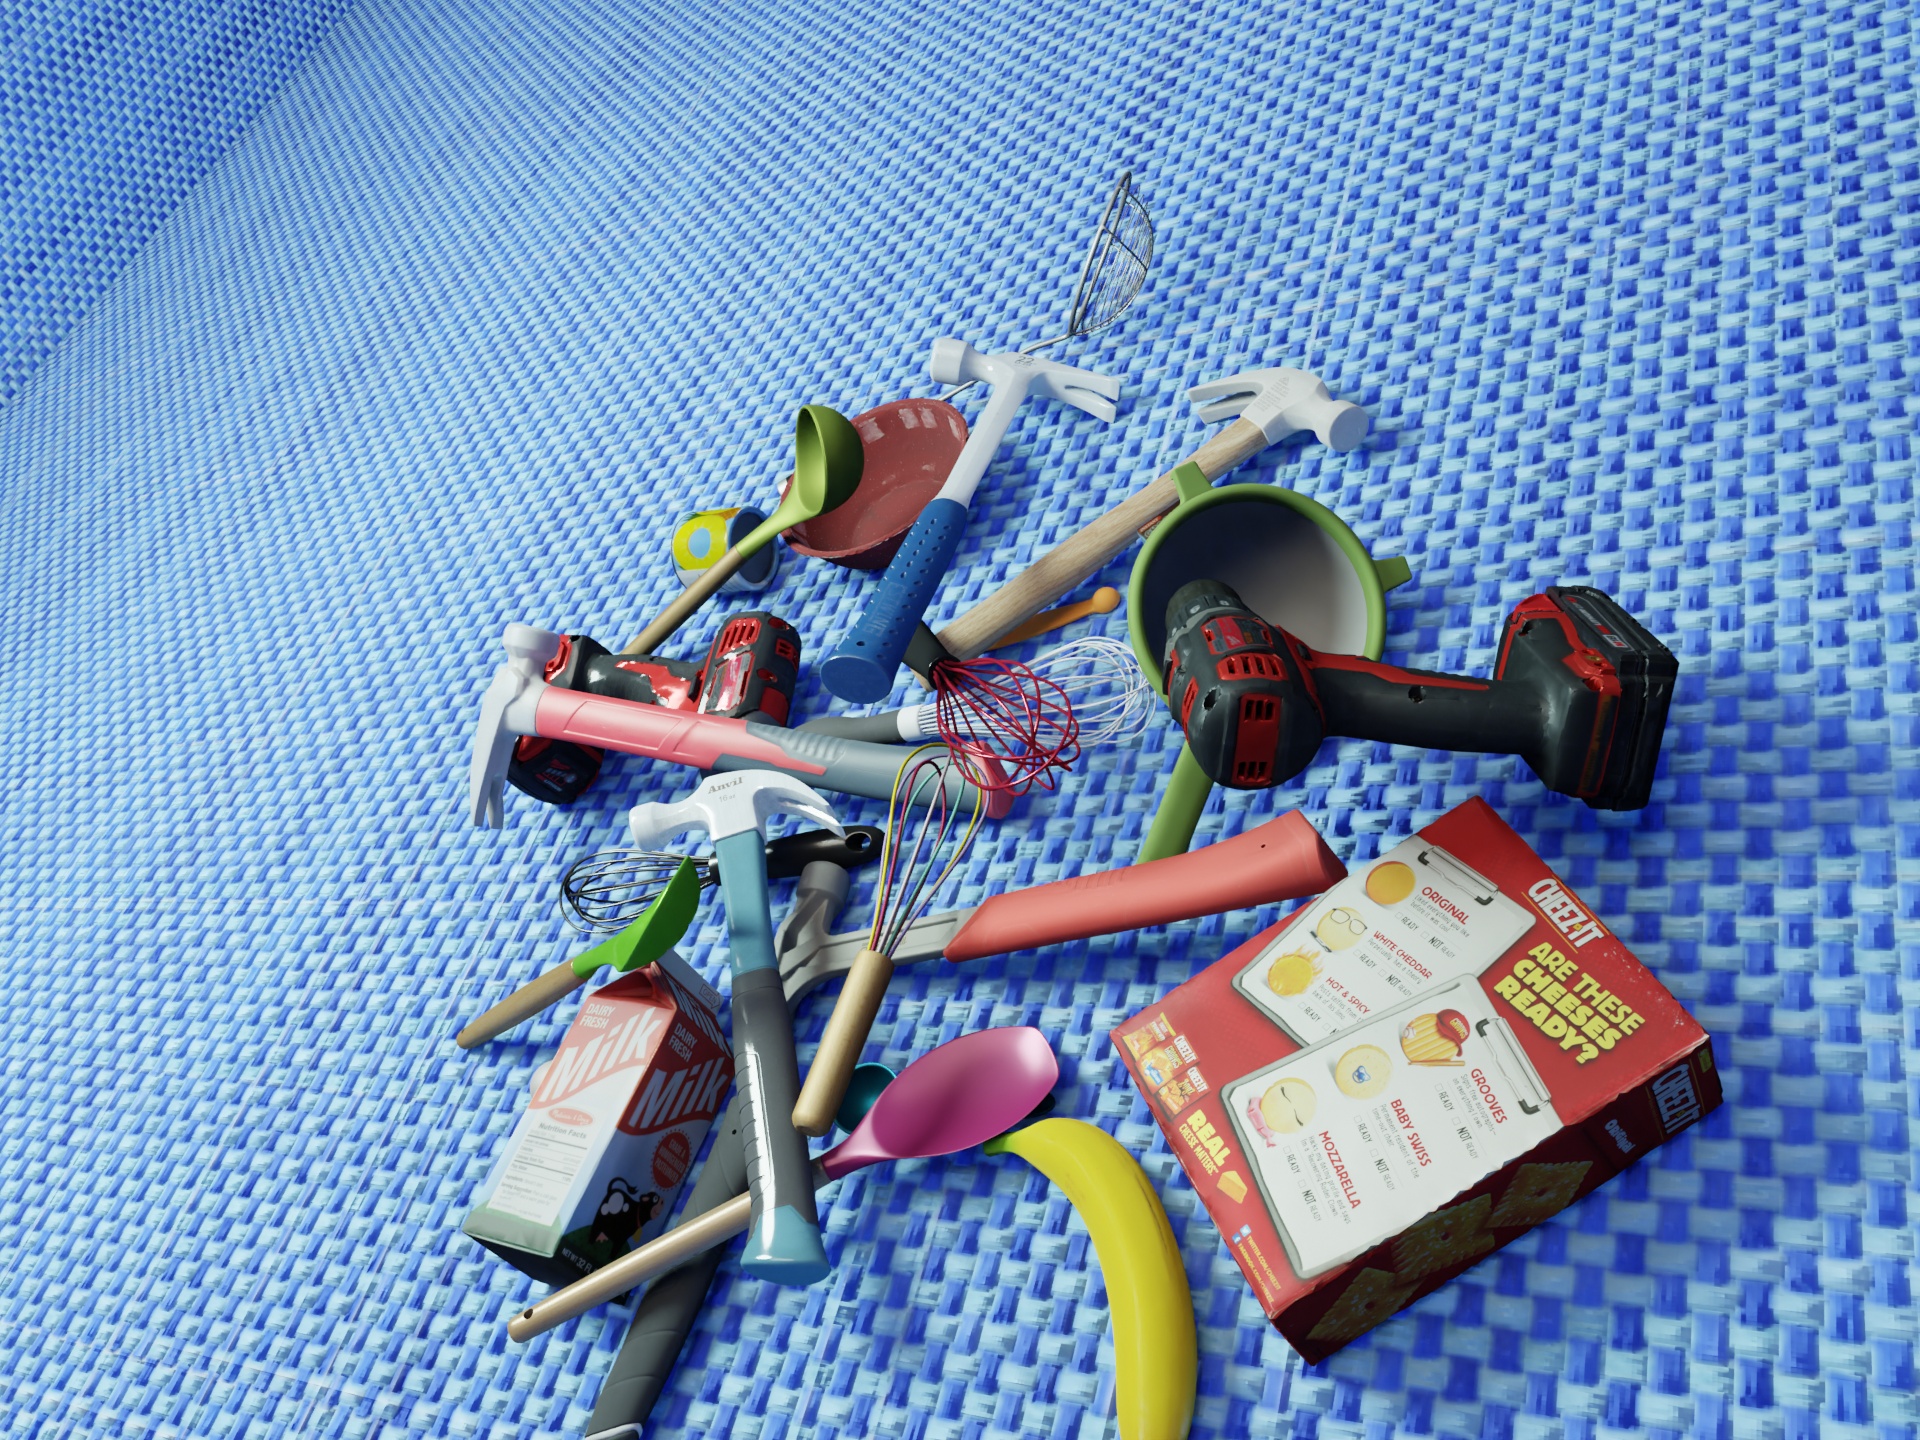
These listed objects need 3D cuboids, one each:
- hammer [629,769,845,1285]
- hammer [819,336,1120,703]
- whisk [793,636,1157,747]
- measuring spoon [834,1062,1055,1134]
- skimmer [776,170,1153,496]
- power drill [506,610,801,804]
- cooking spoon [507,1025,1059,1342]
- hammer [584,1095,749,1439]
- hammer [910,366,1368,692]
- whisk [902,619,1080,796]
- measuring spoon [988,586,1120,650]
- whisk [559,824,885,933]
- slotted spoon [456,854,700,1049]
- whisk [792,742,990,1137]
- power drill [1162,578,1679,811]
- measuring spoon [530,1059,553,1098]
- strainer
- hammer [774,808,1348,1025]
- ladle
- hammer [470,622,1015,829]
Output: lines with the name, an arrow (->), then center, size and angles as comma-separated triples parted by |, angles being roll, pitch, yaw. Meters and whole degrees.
hammer -> -0.114, 0.156, 0.884 | 0.128, 0.033, 0.331 | -18, 47, 4
hammer -> 0.001, -0.143, 1.042 | 0.144, 0.035, 0.406 | 13, 40, 9
whisk -> -0.002, -0.003, 1.013 | 0.284, 0.070, 0.070 | -11, 48, 32
measuring spoon -> -0.009, 0.209, 0.858 | 0.128, 0.021, 0.042 | -4, 53, 19
skimmer -> -0.003, -0.294, 1.249 | 0.363, 0.090, 0.127 | -29, 7, 13
power drill -> -0.222, 0.000, 1.135 | 0.220, 0.078, 0.143 | -4, 62, 26
cooking spoon -> -0.093, 0.247, 0.834 | 0.319, 0.017, 0.069 | -27, 40, -1
hammer -> -0.187, 0.381, 0.803 | 0.149, 0.036, 0.409 | 0, 53, 35
hammer -> 0.103, -0.128, 1.058 | 0.331, 0.031, 0.130 | -36, 36, -1
whisk -> -0.002, -0.023, 0.944 | 0.073, 0.073, 0.296 | -39, 27, -3
measuring spoon -> 0.051, -0.068, 1.066 | 0.117, 0.011, 0.021 | -17, 45, 20
whisk -> -0.157, 0.099, 1.031 | 0.239, 0.055, 0.055 | -12, 47, 19
slotted spoon -> -0.237, 0.154, 0.958 | 0.313, 0.031, 0.070 | -32, 24, 44
whisk -> -0.042, 0.110, 0.862 | 0.051, 0.047, 0.245 | -9, 45, 37
power drill -> 0.212, -0.024, 0.794 | 0.226, 0.080, 0.188 | 2, 23, -1
measuring spoon -> -0.248, 0.257, 0.966 | 0.034, 0.018, 0.124 | -27, 44, 10
strainer -> 0.144, -0.009, 0.915 | 0.069, 0.151, 0.256 | 139, 154, -81
hammer -> 0.034, 0.115, 0.861 | 0.359, 0.036, 0.149 | -16, 45, 33
ladle -> -0.187, -0.112, 1.174 | 0.320, 0.062, 0.078 | -39, 53, 24
hammer -> -0.151, 0.032, 1.035 | 0.386, 0.038, 0.143 | 10, 85, 23
